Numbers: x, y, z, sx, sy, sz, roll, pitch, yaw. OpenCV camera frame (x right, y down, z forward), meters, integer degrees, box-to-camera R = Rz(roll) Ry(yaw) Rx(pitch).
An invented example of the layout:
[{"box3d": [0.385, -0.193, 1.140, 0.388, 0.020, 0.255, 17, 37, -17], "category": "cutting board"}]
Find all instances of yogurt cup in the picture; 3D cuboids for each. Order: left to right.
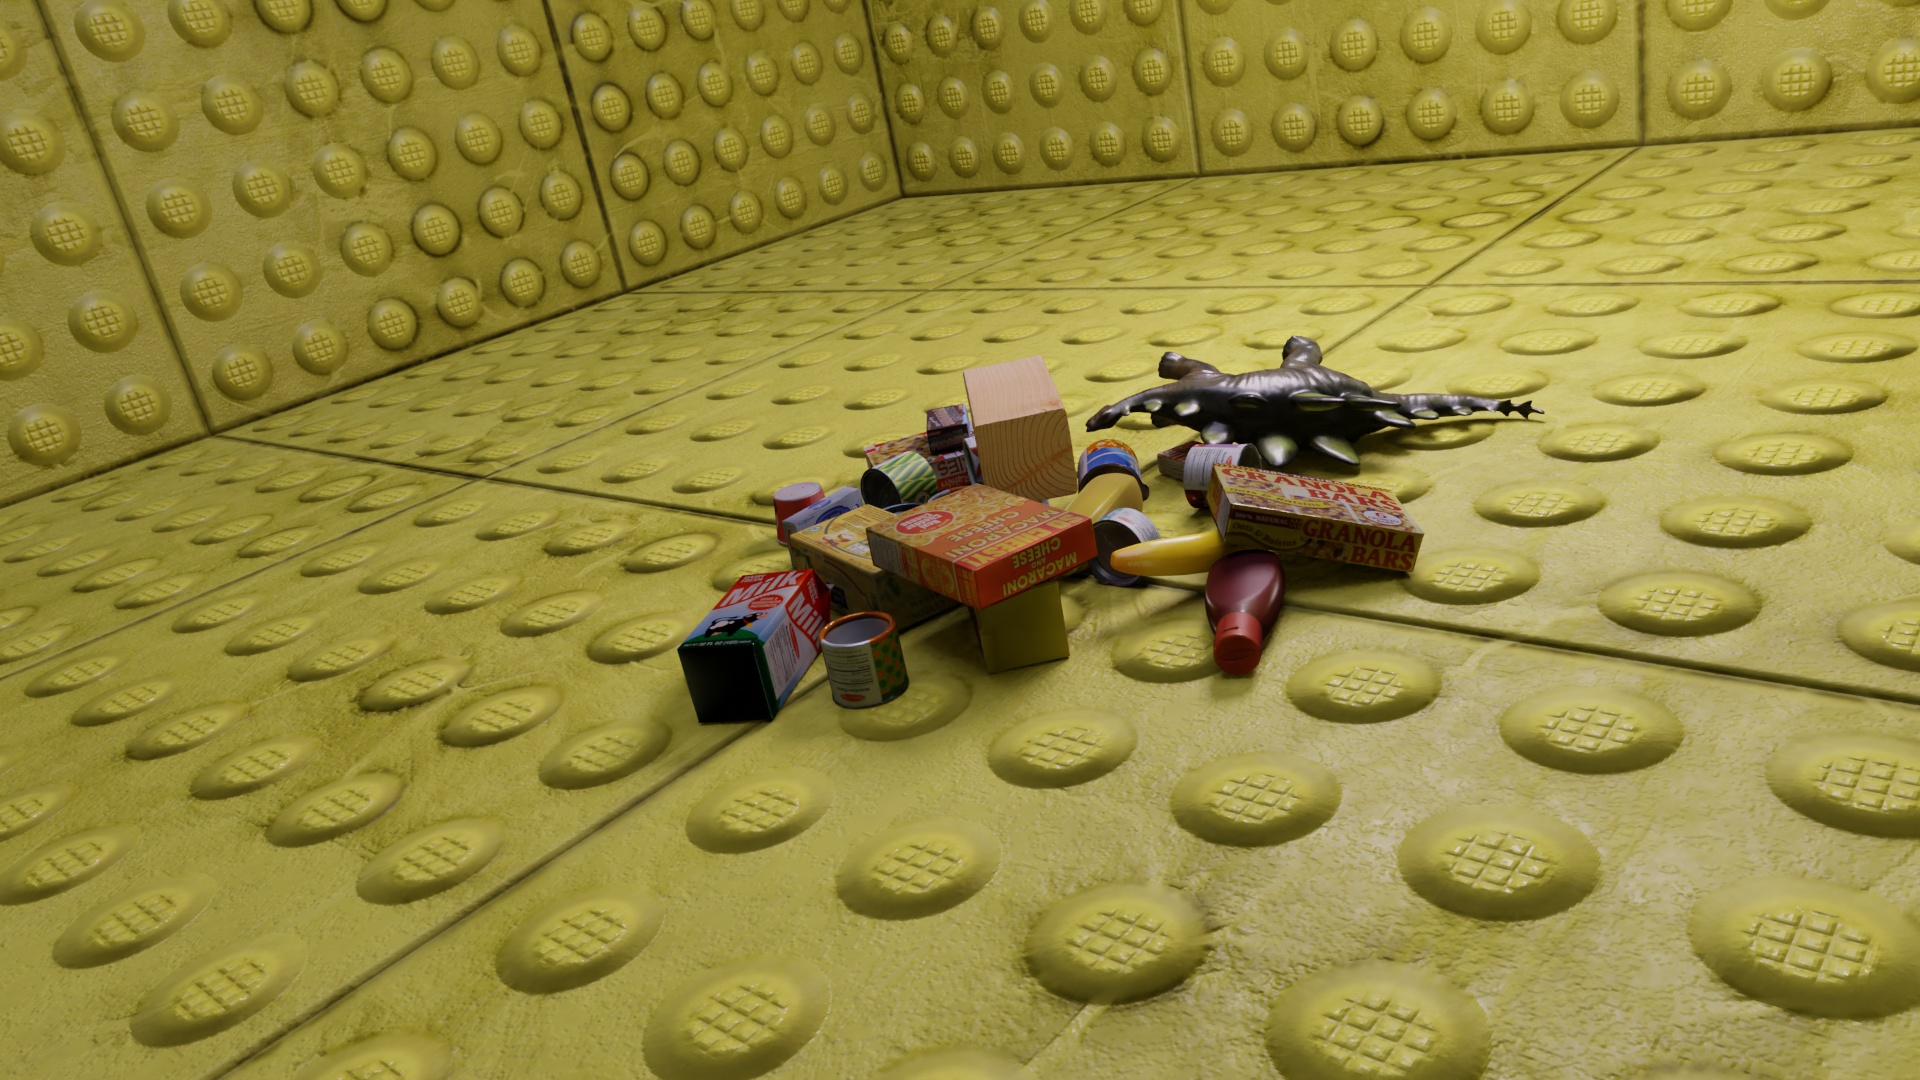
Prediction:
[{"box3d": [-0.175, -0.031, 1.537, 0.072, 0.053, 0.073, -10, 22, 4], "category": "yogurt cup"}]

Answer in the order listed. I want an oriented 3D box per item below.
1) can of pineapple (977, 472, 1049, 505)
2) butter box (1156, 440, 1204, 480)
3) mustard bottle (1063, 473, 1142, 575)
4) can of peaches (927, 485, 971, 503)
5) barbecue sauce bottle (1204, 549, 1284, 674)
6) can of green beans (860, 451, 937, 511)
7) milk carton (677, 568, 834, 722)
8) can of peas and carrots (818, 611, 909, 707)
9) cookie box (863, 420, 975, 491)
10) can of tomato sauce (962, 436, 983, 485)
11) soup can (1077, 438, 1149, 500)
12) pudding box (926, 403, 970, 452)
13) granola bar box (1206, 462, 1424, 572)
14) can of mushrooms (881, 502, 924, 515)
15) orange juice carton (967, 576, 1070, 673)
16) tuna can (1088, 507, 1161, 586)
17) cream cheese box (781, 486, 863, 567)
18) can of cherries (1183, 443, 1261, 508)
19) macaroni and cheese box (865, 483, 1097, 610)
[{"box3d": [0.057, -0.048, 1.456, 0.071, 0.057, 0.071, -10, 21, 4], "category": "can of pineapple"}, {"box3d": [0.260, -0.080, 1.481, 0.053, 0.024, 0.103, -20, 23, -23], "category": "butter box"}, {"box3d": [0.118, -0.008, 1.321, 0.049, 0.065, 0.161, 9, 33, 35], "category": "mustard bottle"}, {"box3d": [0.005, -0.018, 1.408, 0.071, 0.058, 0.071, -10, 21, 4], "category": "can of peaches"}, {"box3d": [0.229, 0.057, 1.128, 0.065, 0.043, 0.149, -13, 20, 20], "category": "barbecue sauce bottle"}, {"box3d": [-0.067, -0.059, 1.536, 0.058, 0.071, 0.071, -28, 27, -38], "category": "can of green beans"}, {"box3d": [-0.172, 0.081, 1.228, 0.072, 0.073, 0.191, -5, 22, 17], "category": "milk carton"}, {"box3d": [-0.080, 0.097, 1.161, 0.071, 0.058, 0.071, -9, 21, 4], "category": "can of peas and carrots"}, {"box3d": [-0.022, -0.097, 1.646, 0.168, 0.040, 0.123, -15, 22, -7], "category": "cookie box"}, {"box3d": [0.051, -0.090, 1.560, 0.083, 0.071, 0.071, -14, 21, -7], "category": "can of tomato sauce"}, {"box3d": [0.156, -0.062, 1.432, 0.071, 0.071, 0.084, -9, 21, 7], "category": "soup can"}, {"box3d": [-0.014, -0.132, 1.630, 0.050, 0.030, 0.084, -10, 22, 3], "category": "pudding box"}, {"box3d": [0.307, -0.022, 1.223, 0.166, 0.039, 0.125, 9, 20, 0], "category": "granola bar box"}, {"box3d": [-0.064, -0.012, 1.462, 0.071, 0.033, 0.071, -9, 22, 4], "category": "can of mushrooms"}, {"box3d": [0.041, 0.039, 1.229, 0.073, 0.071, 0.193, -12, 22, -2], "category": "orange juice carton"}, {"box3d": [0.148, 0.007, 1.268, 0.071, 0.070, 0.033, 6, 26, 38], "category": "tuna can"}, {"box3d": [-0.144, -0.014, 1.481, 0.024, 0.053, 0.104, 9, 29, 37], "category": "cream cheese box"}, {"box3d": [0.262, -0.062, 1.385, 0.058, 0.071, 0.072, 2, 25, 33], "category": "can of cherries"}, {"box3d": [0.016, 0.002, 1.178, 0.124, 0.040, 0.166, -23, 24, -29], "category": "macaroni and cheese box"}]
